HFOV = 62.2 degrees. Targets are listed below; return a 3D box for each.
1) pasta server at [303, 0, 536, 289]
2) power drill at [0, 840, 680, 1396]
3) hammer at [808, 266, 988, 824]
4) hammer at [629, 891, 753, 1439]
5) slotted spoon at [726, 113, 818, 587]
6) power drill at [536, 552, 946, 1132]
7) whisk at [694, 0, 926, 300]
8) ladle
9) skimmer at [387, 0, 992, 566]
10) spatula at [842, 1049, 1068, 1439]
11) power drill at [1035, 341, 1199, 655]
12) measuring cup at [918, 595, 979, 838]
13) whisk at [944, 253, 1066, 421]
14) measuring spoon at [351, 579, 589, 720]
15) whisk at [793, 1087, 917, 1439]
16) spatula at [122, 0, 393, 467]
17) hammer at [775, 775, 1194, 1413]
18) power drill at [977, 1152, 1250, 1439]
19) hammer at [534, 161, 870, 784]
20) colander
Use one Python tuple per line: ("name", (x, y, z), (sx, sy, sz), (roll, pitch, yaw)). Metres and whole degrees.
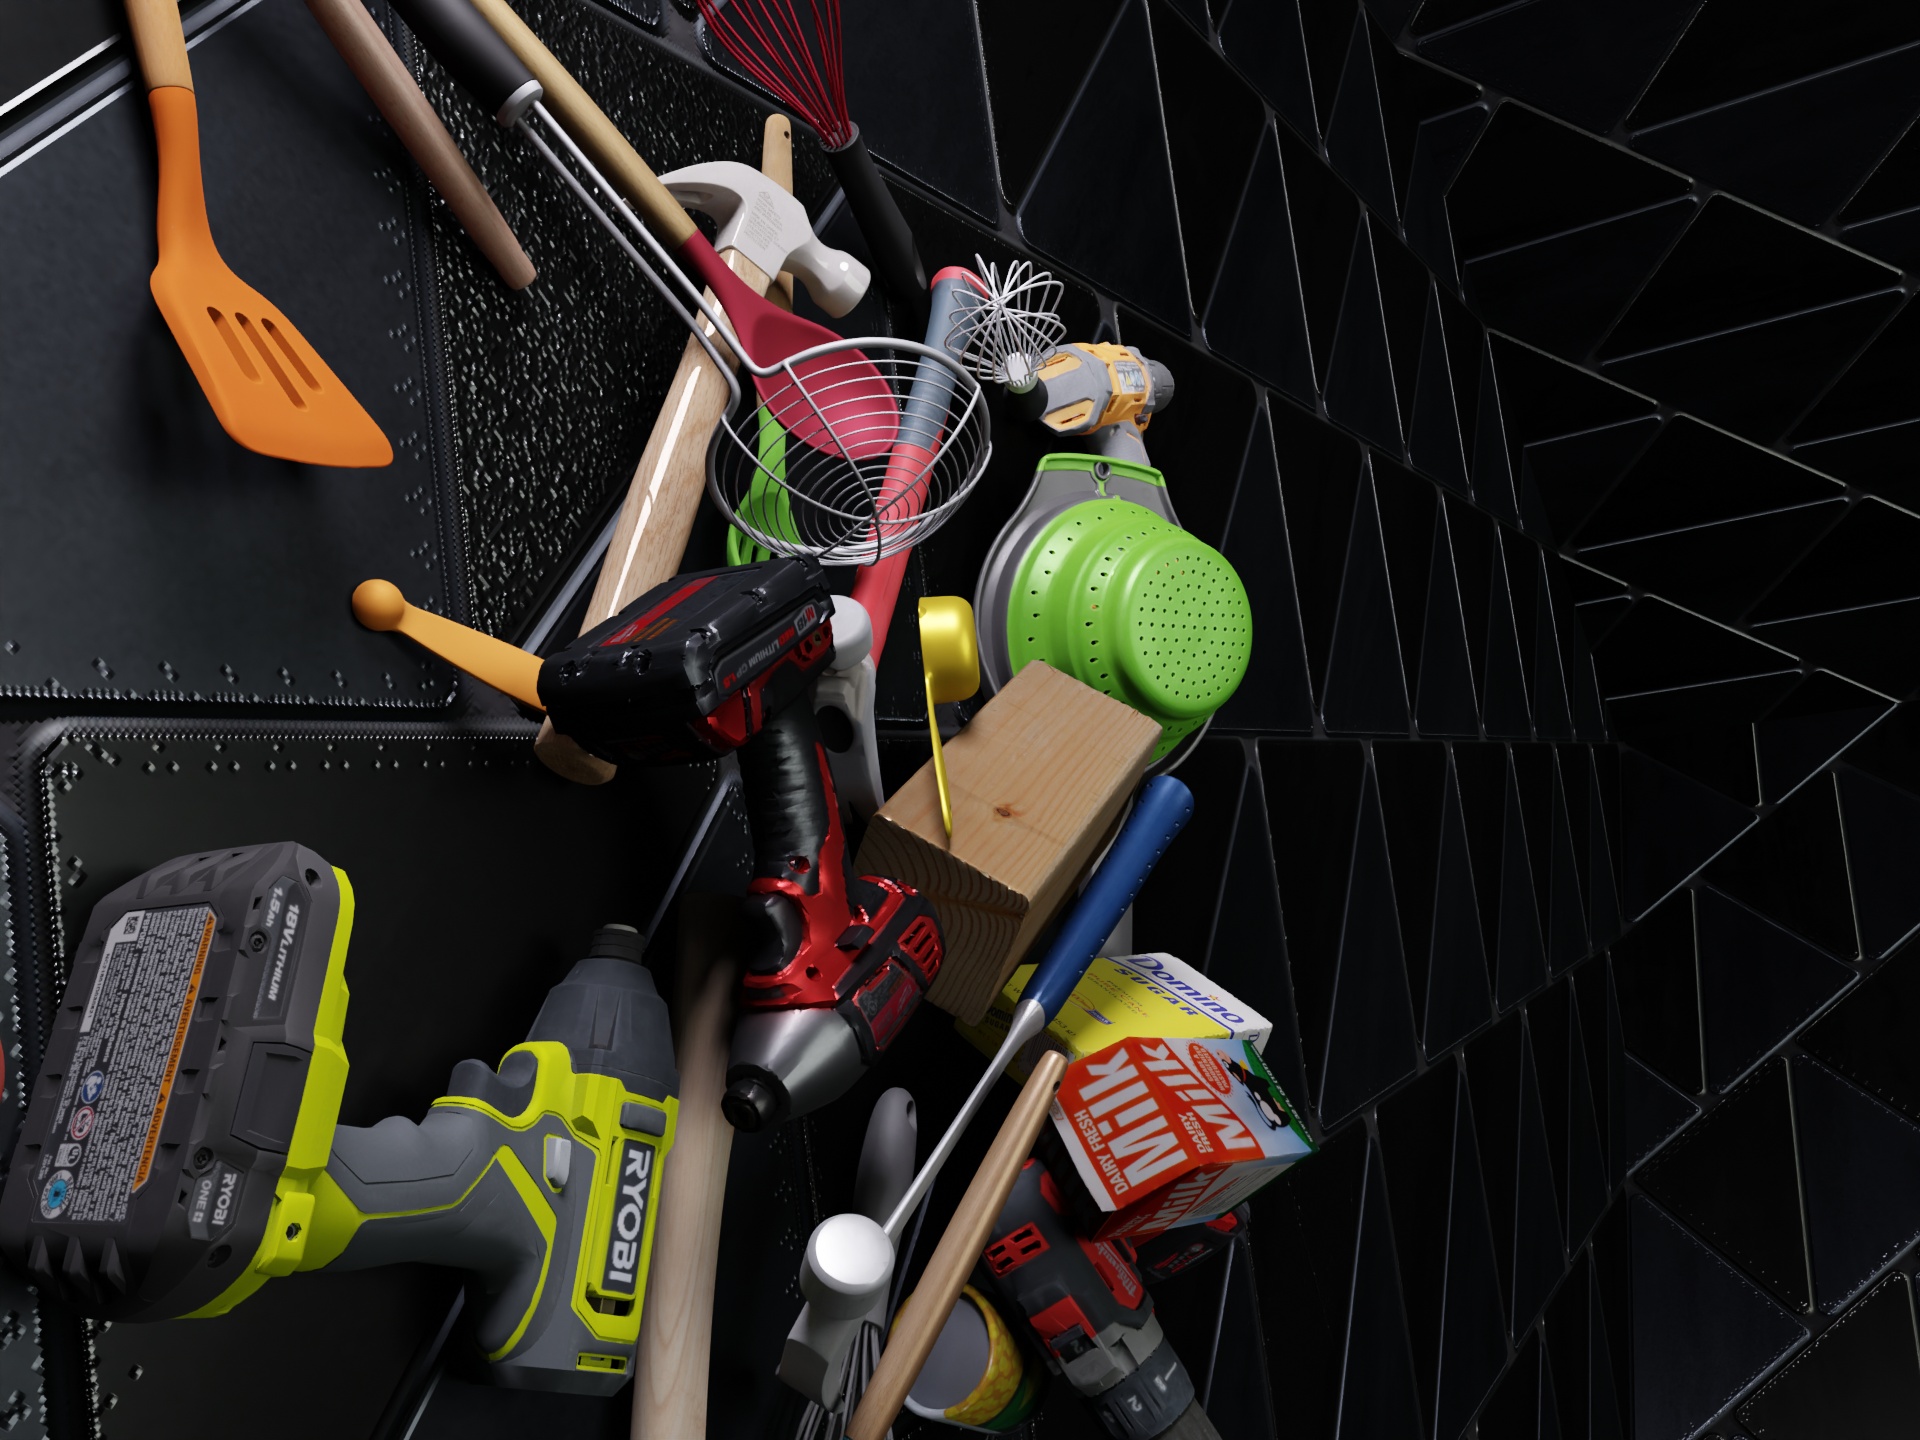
("pasta server", (-0.239, -0.291, 0.576), (0.060, 0.040, 0.315), (52, -5, 46))
("power drill", (-0.182, 0.130, 0.537), (0.223, 0.080, 0.171), (40, 48, -53))
("hammer", (-0.029, -0.123, 0.891), (0.143, 0.038, 0.387), (85, 12, -46))
("hammer", (-0.121, 0.269, 0.632), (0.146, 0.038, 0.411), (30, 56, -51))
("slotted spoon", (-0.096, -0.182, 0.827), (0.070, 0.031, 0.314), (27, 57, -54))
("power drill", (-0.082, 0.055, 0.660), (0.143, 0.078, 0.219), (-47, 125, -52))
("whisk", (-0.072, -0.329, 0.853), (0.295, 0.073, 0.073), (56, 36, -57))
("ladle", (-0.140, -0.235, 0.709), (0.315, 0.031, 0.069), (47, 49, -23))
("skimmer", (-0.132, -0.212, 0.673), (0.363, 0.127, 0.090), (49, 25, -11))
("spatula", (-0.020, 0.284, 0.666), (0.318, 0.044, 0.082), (-60, 144, -22))
("power drill", (0.134, -0.166, 1.166), (0.185, 0.084, 0.226), (-24, 97, -61))
("measuring cup", (-0.001, -0.003, 0.802), (0.062, 0.029, 0.157), (81, 1, -46))
("whisk", (0.035, -0.215, 0.951), (0.284, 0.070, 0.070), (-2, 82, -84))
("measuring spoon", (-0.180, -0.024, 0.618), (0.116, 0.011, 0.021), (30, 59, -33))
("whisk", (-0.045, 0.284, 0.748), (0.055, 0.055, 0.239), (50, 36, -40))
("spatula", (-0.266, -0.239, 0.540), (0.081, 0.041, 0.322), (-15, 93, -72))
("hammer", (0.027, 0.156, 0.782), (0.406, 0.035, 0.144), (-49, 162, -47))
("power drill", (0.094, 0.296, 0.853), (0.188, 0.080, 0.226), (55, 17, 6))
("hammer", (-0.130, -0.124, 0.727), (0.130, 0.031, 0.332), (34, 55, -34))
("colander", (0.115, 0.026, 1.000), (0.204, 0.094, 0.397), (1, 88, -34))
